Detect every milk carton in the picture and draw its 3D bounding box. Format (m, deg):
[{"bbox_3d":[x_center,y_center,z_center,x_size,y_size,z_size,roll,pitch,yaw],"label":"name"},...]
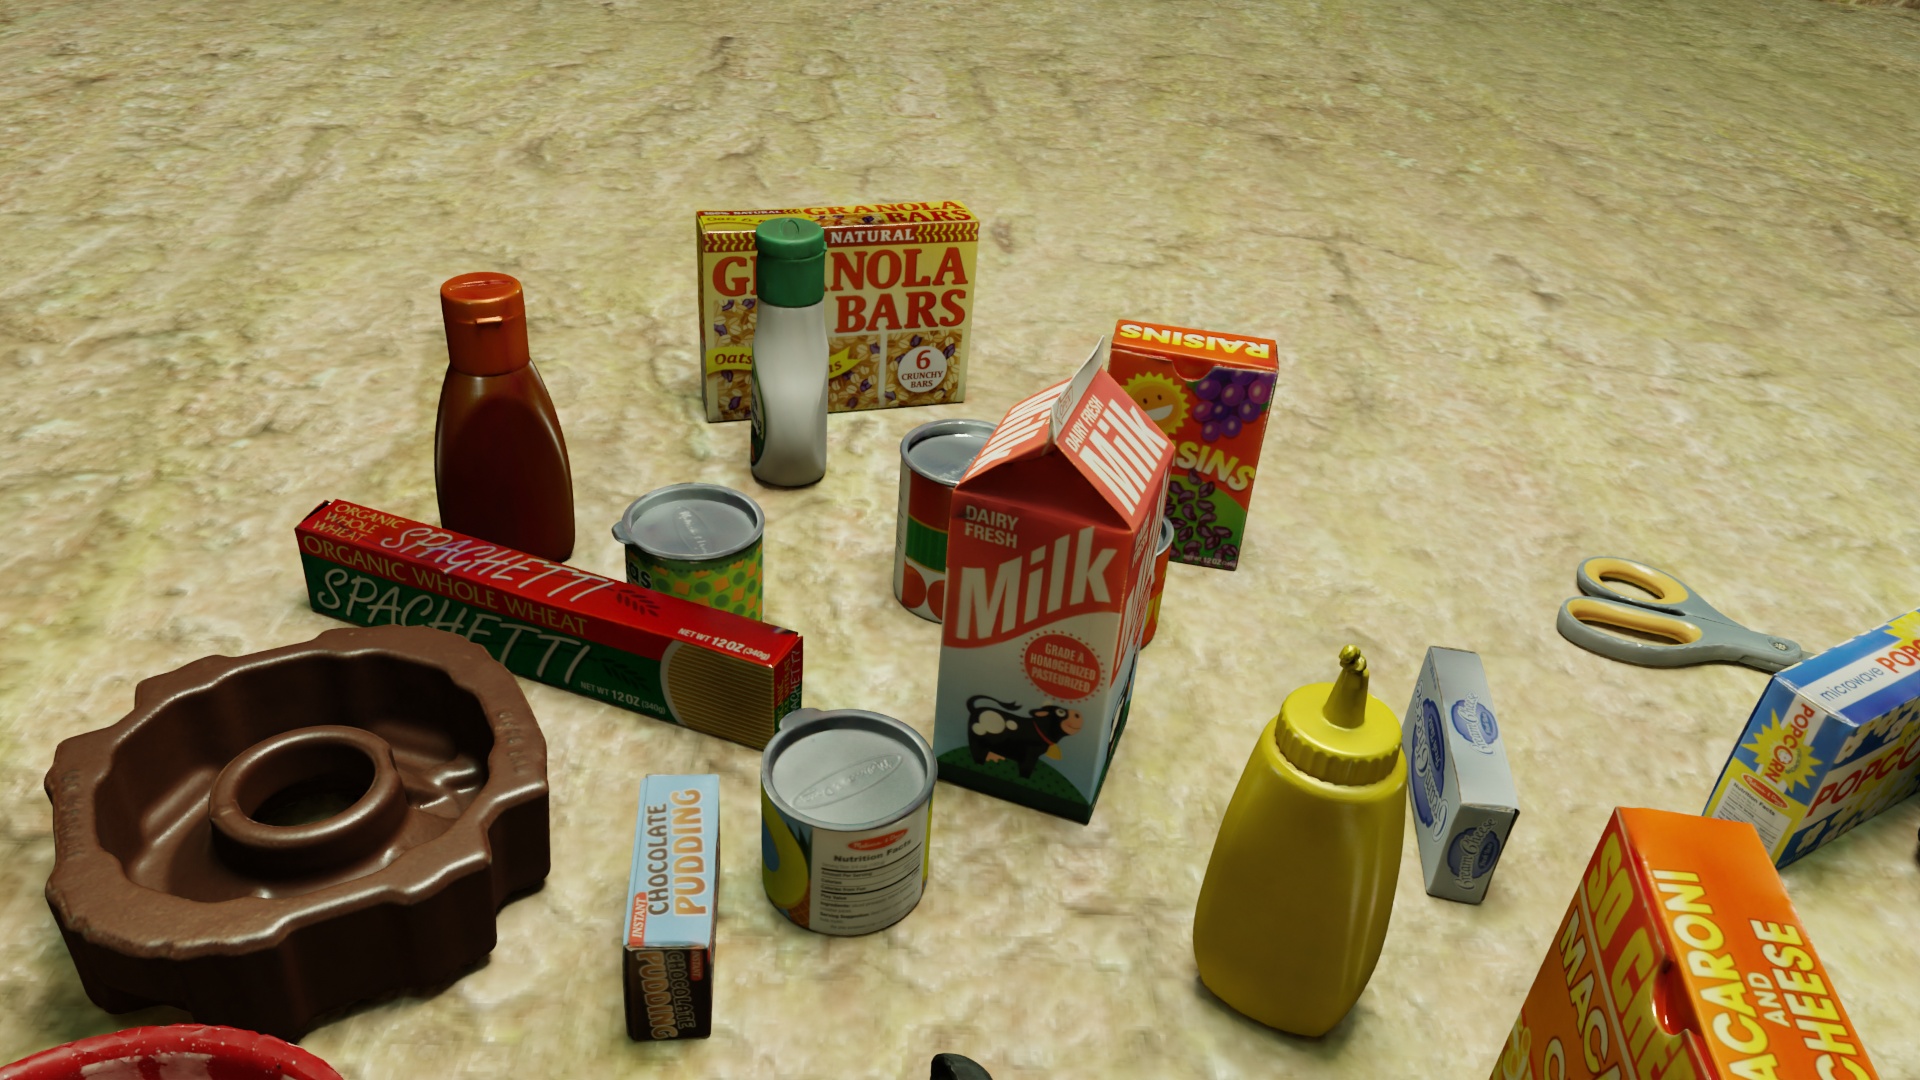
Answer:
[{"bbox_3d":[0.038,0.015,0.565,0.073,0.189,0.073,14,34,14],"label":"milk carton"}]

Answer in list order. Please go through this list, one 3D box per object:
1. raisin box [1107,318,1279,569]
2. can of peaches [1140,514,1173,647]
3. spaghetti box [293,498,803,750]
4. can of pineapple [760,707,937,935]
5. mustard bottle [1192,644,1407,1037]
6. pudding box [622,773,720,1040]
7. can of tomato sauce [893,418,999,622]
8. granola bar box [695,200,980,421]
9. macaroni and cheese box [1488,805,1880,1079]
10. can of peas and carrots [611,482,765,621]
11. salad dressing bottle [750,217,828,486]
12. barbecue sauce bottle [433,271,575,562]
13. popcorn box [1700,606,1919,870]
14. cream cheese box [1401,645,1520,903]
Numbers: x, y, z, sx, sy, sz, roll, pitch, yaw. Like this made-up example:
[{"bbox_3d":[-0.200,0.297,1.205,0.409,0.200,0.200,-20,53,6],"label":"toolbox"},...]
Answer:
[{"bbox_3d":[0.115,-0.050,0.738,0.086,0.122,0.040,10,33,7],"label":"raisin box"},{"bbox_3d":[0.069,0.017,0.687,0.071,0.057,0.071,4,33,-2],"label":"can of peaches"},{"bbox_3d":[-0.190,0.036,0.630,0.250,0.050,0.029,15,34,14],"label":"spaghetti box"},{"bbox_3d":[-0.044,0.106,0.534,0.071,0.057,0.071,4,33,-2],"label":"can of pineapple"},{"bbox_3d":[0.122,0.099,0.475,0.065,0.159,0.049,21,36,23],"label":"mustard bottle"},{"bbox_3d":[-0.103,0.129,0.499,0.030,0.049,0.084,0,33,-7],"label":"pudding box"},{"bbox_3d":[0.002,-0.009,0.695,0.071,0.082,0.071,4,33,-2],"label":"can of tomato sauce"},{"bbox_3d":[-0.076,-0.141,0.852,0.166,0.123,0.039,-6,34,-17],"label":"granola bar box"},{"bbox_3d":[0.177,0.173,0.362,0.040,0.165,0.124,8,33,4],"label":"macaroni and cheese box"},{"bbox_3d":[-0.129,0.014,0.664,0.071,0.058,0.071,4,33,-2],"label":"can of peas and carrots"},{"bbox_3d":[-0.095,-0.103,0.768,0.044,0.146,0.064,-1,33,-9],"label":"salad dressing bottle"},{"bbox_3d":[-0.225,-0.055,0.675,0.065,0.147,0.044,-10,35,-22],"label":"barbecue sauce bottle"},{"bbox_3d":[0.388,0.084,0.604,0.127,0.084,0.038,-15,38,-28],"label":"popcorn box"},{"bbox_3d":[0.209,0.097,0.588,0.024,0.053,0.104,8,33,5],"label":"cream cheese box"}]
